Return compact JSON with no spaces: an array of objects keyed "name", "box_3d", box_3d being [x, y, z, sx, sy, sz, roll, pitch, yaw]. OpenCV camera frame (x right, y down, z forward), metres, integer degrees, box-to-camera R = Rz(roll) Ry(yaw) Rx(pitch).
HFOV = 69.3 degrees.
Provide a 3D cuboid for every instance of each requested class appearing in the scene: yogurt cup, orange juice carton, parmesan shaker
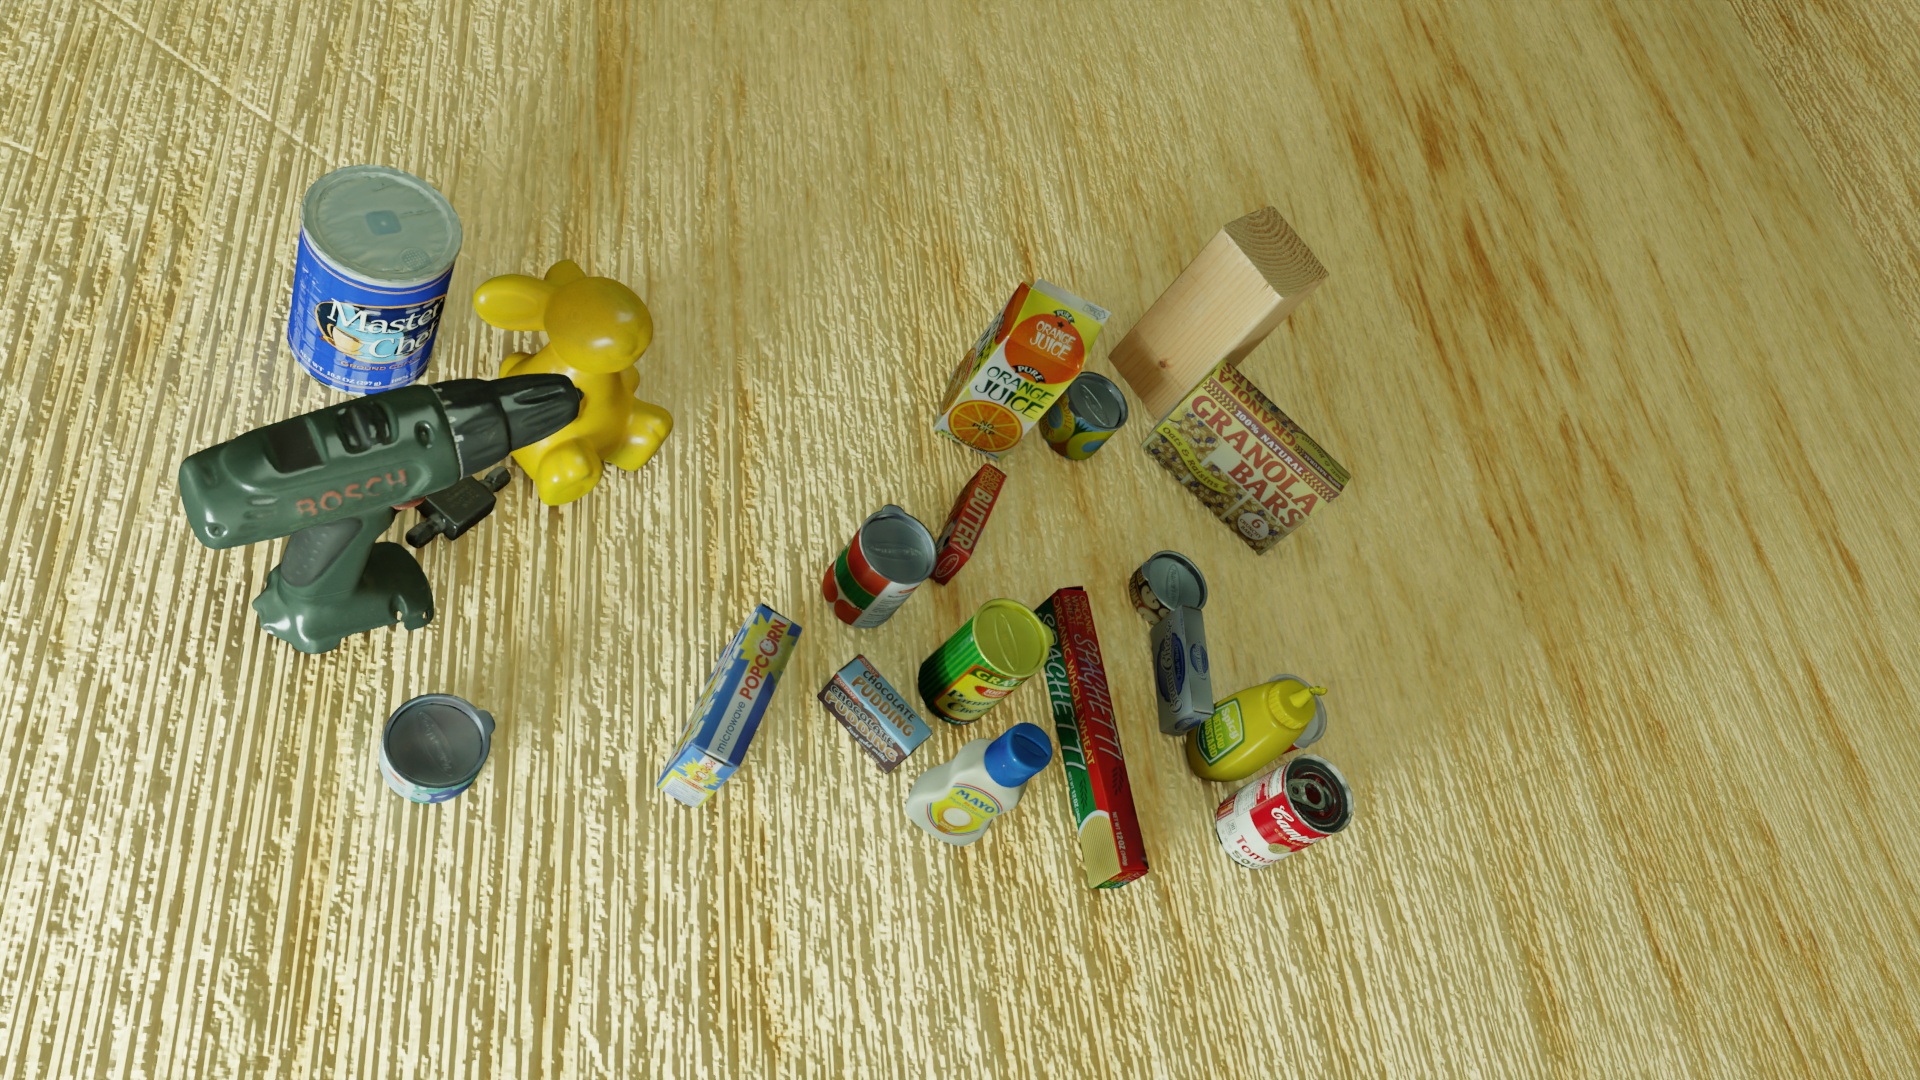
[{"name":"yogurt cup","box_3d":[0.284,0.160,1.242,0.072,0.053,0.073,15,55,-22]},{"name":"orange juice carton","box_3d":[0.054,-0.157,1.220,0.072,0.191,0.073,25,52,-14]},{"name":"parmesan shaker","box_3d":[0.019,0.098,1.097,0.071,0.102,0.071,15,55,-22]}]

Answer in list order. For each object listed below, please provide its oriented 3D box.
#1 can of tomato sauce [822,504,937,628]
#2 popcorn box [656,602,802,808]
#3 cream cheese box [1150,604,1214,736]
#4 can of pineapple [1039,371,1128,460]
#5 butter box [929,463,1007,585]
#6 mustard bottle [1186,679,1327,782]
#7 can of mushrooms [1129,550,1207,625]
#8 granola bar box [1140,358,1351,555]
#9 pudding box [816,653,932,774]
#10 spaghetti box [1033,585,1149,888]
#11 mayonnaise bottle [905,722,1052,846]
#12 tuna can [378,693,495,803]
[{"name":"can of tomato sauce","box_3d":[-0.066,0.022,1.108,0.071,0.082,0.071,15,55,-22]},{"name":"popcorn box","box_3d":[-0.164,0.118,0.990,0.038,0.084,0.127,30,51,-11]},{"name":"cream cheese box","box_3d":[0.194,0.115,1.219,0.024,0.053,0.104,14,55,-22]},{"name":"can of pineapple","box_3d":[0.115,-0.118,1.318,0.071,0.057,0.071,15,55,-22]},{"name":"butter box","box_3d":[0.004,-0.015,1.192,0.024,0.053,0.104,32,50,-9]},{"name":"mustard bottle","box_3d":[0.249,0.151,1.158,0.049,0.159,0.065,10,57,-25]},{"name":"can of mushrooms","box_3d":[0.188,0.044,1.274,0.071,0.033,0.071,15,55,-22]},{"name":"granola bar box","box_3d":[0.273,-0.078,1.340,0.165,0.123,0.039,43,49,0]},{"name":"pudding box","box_3d":[-0.066,0.132,1.061,0.084,0.049,0.030,48,50,5]},{"name":"spaghetti box","box_3d":[0.105,0.158,1.142,0.029,0.050,0.251,5,59,-27]},{"name":"mayonnaise bottle","box_3d":[0.016,0.177,1.015,0.065,0.147,0.041,32,50,-9]},{"name":"tuna can","box_3d":[-0.343,0.135,0.910,0.071,0.032,0.071,15,55,-22]}]
